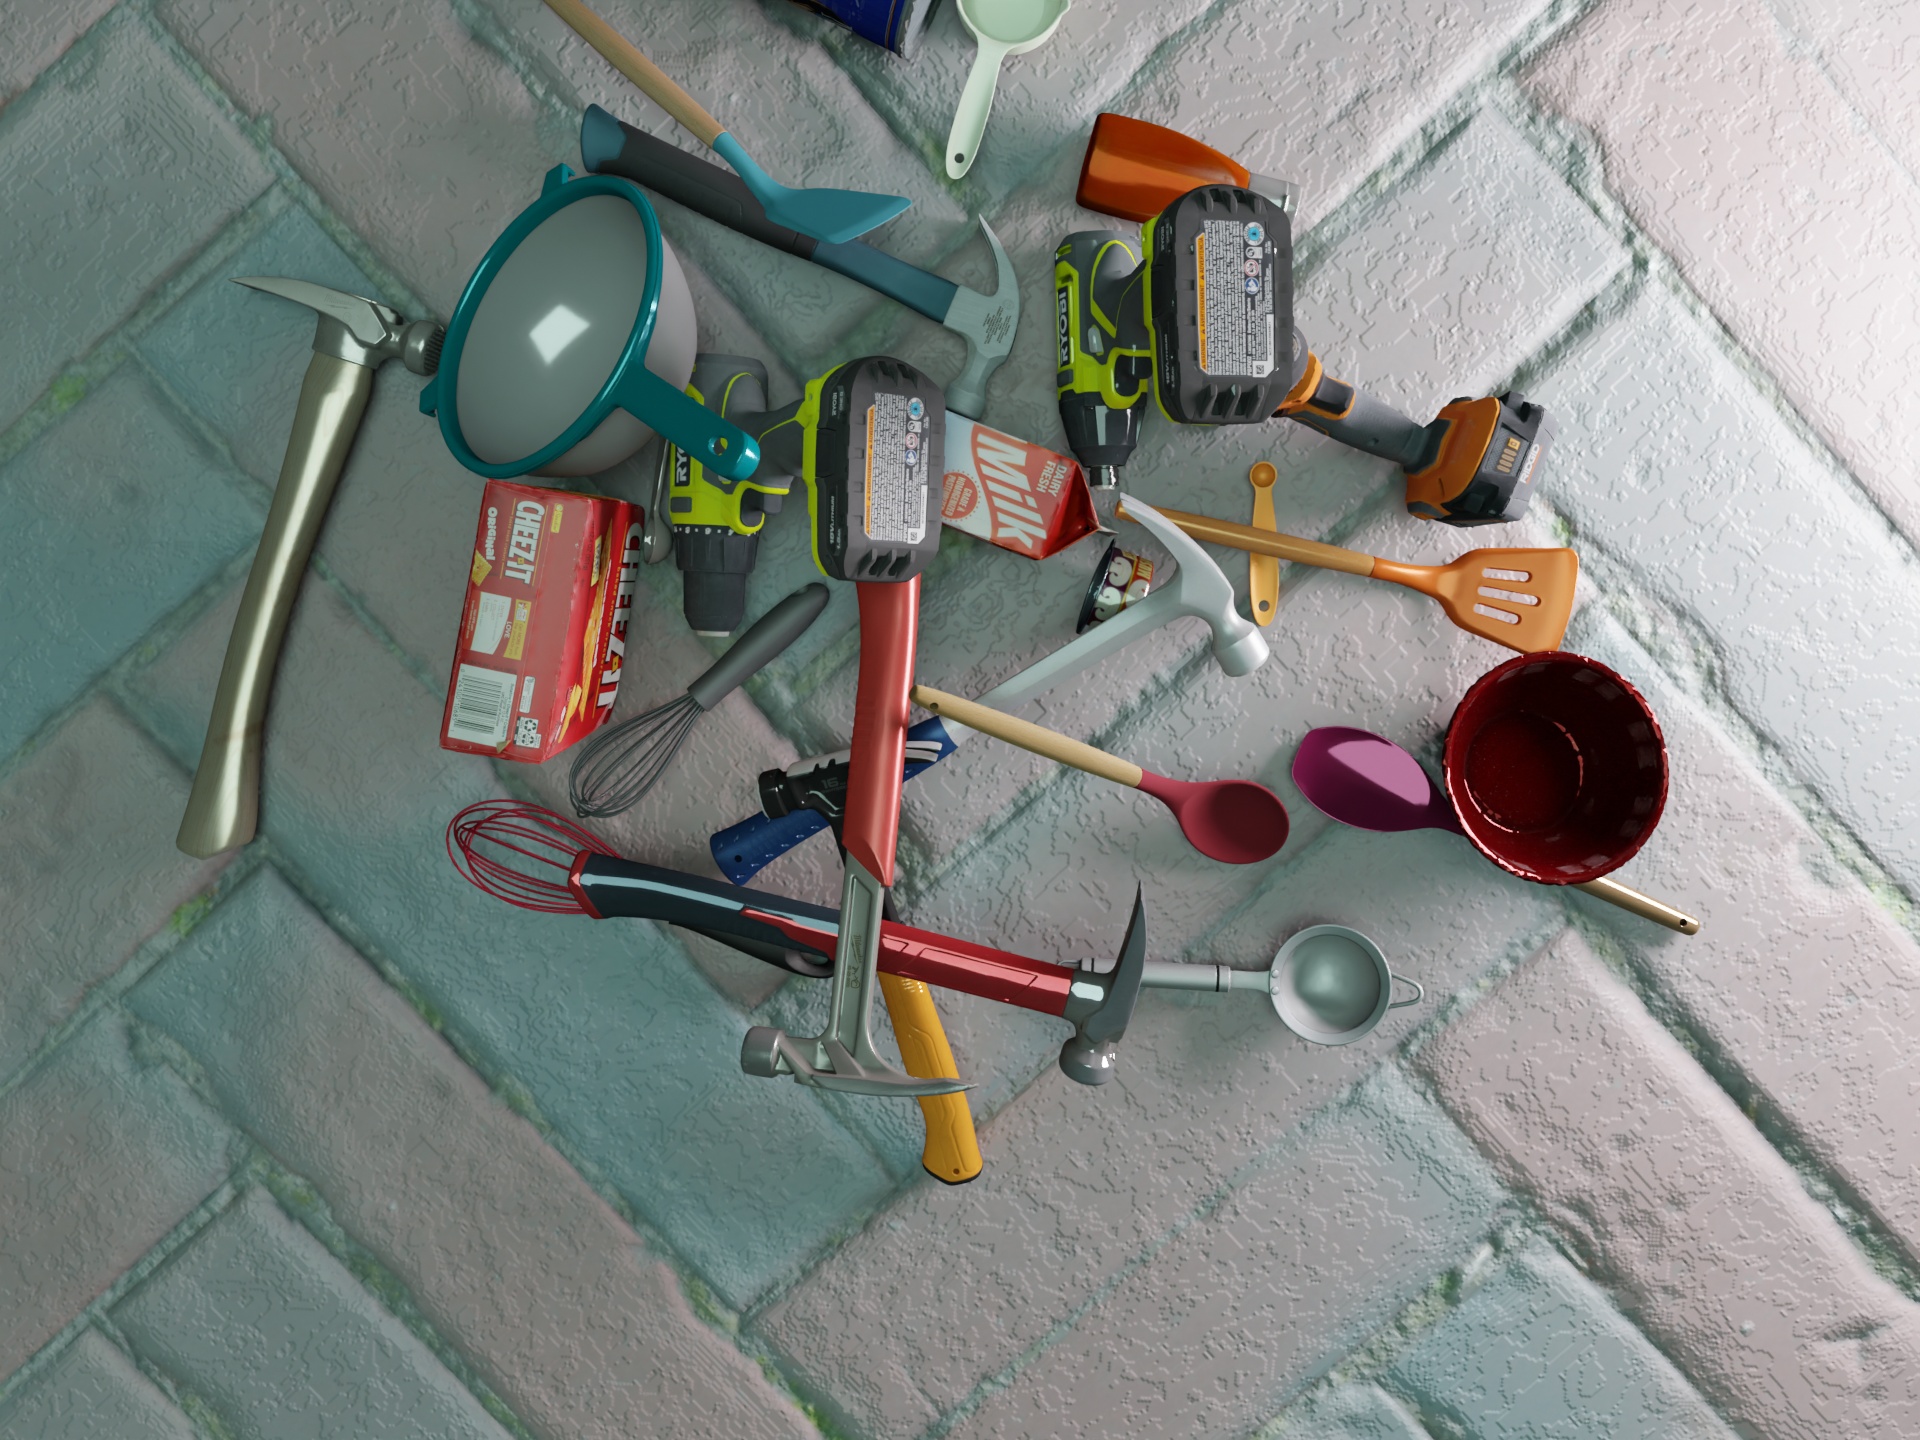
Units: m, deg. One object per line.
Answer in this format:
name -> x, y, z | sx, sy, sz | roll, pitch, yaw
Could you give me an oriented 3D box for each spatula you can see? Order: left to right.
spatula -> -0.175, -0.411, 1.059 | 0.317, 0.044, 0.082 | 42, 53, 9
spatula -> 0.266, -0.113, 1.110 | 0.322, 0.041, 0.081 | 12, 96, -5

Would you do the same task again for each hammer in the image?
hammer -> -0.490, -0.102, 1.118 | 0.146, 0.038, 0.410 | 19, 95, 0
hammer -> -0.111, -0.334, 1.097 | 0.331, 0.033, 0.128 | 25, 96, -2
hammer -> -0.070, 0.132, 1.064 | 0.386, 0.038, 0.143 | 14, 109, 1
hammer -> -0.048, 0.057, 1.023 | 0.149, 0.036, 0.359 | 4, 81, 11
hammer -> -0.035, 0.177, 1.114 | 0.127, 0.034, 0.336 | -13, 107, 10
hammer -> -0.002, -0.003, 1.088 | 0.405, 0.035, 0.144 | -30, 106, 14

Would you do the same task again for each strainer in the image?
strainer -> -0.205, -0.213, 1.015 | 0.341, 0.095, 0.211 | 37, 97, 38
strainer -> 0.197, 0.185, 1.145 | 0.258, 0.050, 0.087 | 3, 90, 5

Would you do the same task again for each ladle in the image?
ladle -> 0.098, 0.032, 1.075 | 0.315, 0.031, 0.069 | 21, 119, -29

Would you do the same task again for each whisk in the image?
whisk -> -0.222, 0.127, 1.132 | 0.295, 0.073, 0.073 | 21, 95, -8
whisk -> -0.184, -0.016, 1.125 | 0.239, 0.055, 0.055 | -41, 94, -1

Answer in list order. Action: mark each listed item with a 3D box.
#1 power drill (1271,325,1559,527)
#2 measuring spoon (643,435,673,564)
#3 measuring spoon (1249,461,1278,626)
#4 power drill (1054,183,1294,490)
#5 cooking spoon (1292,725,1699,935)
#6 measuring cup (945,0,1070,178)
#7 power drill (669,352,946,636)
power drill -> 0.267, -0.202, 1.047 | 0.226, 0.164, 0.084 | 21, 93, -4
measuring spoon -> -0.205, -0.170, 1.118 | 0.018, 0.034, 0.124 | 8, 91, -24
measuring spoon -> 0.215, -0.125, 1.131 | 0.021, 0.011, 0.117 | -3, 99, -4
power drill -> 0.123, -0.239, 1.012 | 0.080, 0.223, 0.171 | -3, 95, -18
cooking spoon -> 0.387, 0.087, 1.146 | 0.319, 0.017, 0.069 | 24, 85, -2
measuring cup -> 0.020, -0.449, 1.085 | 0.083, 0.038, 0.167 | 18, 97, -2
power drill -> -0.115, -0.146, 1.039 | 0.080, 0.229, 0.190 | -2, 97, -42
